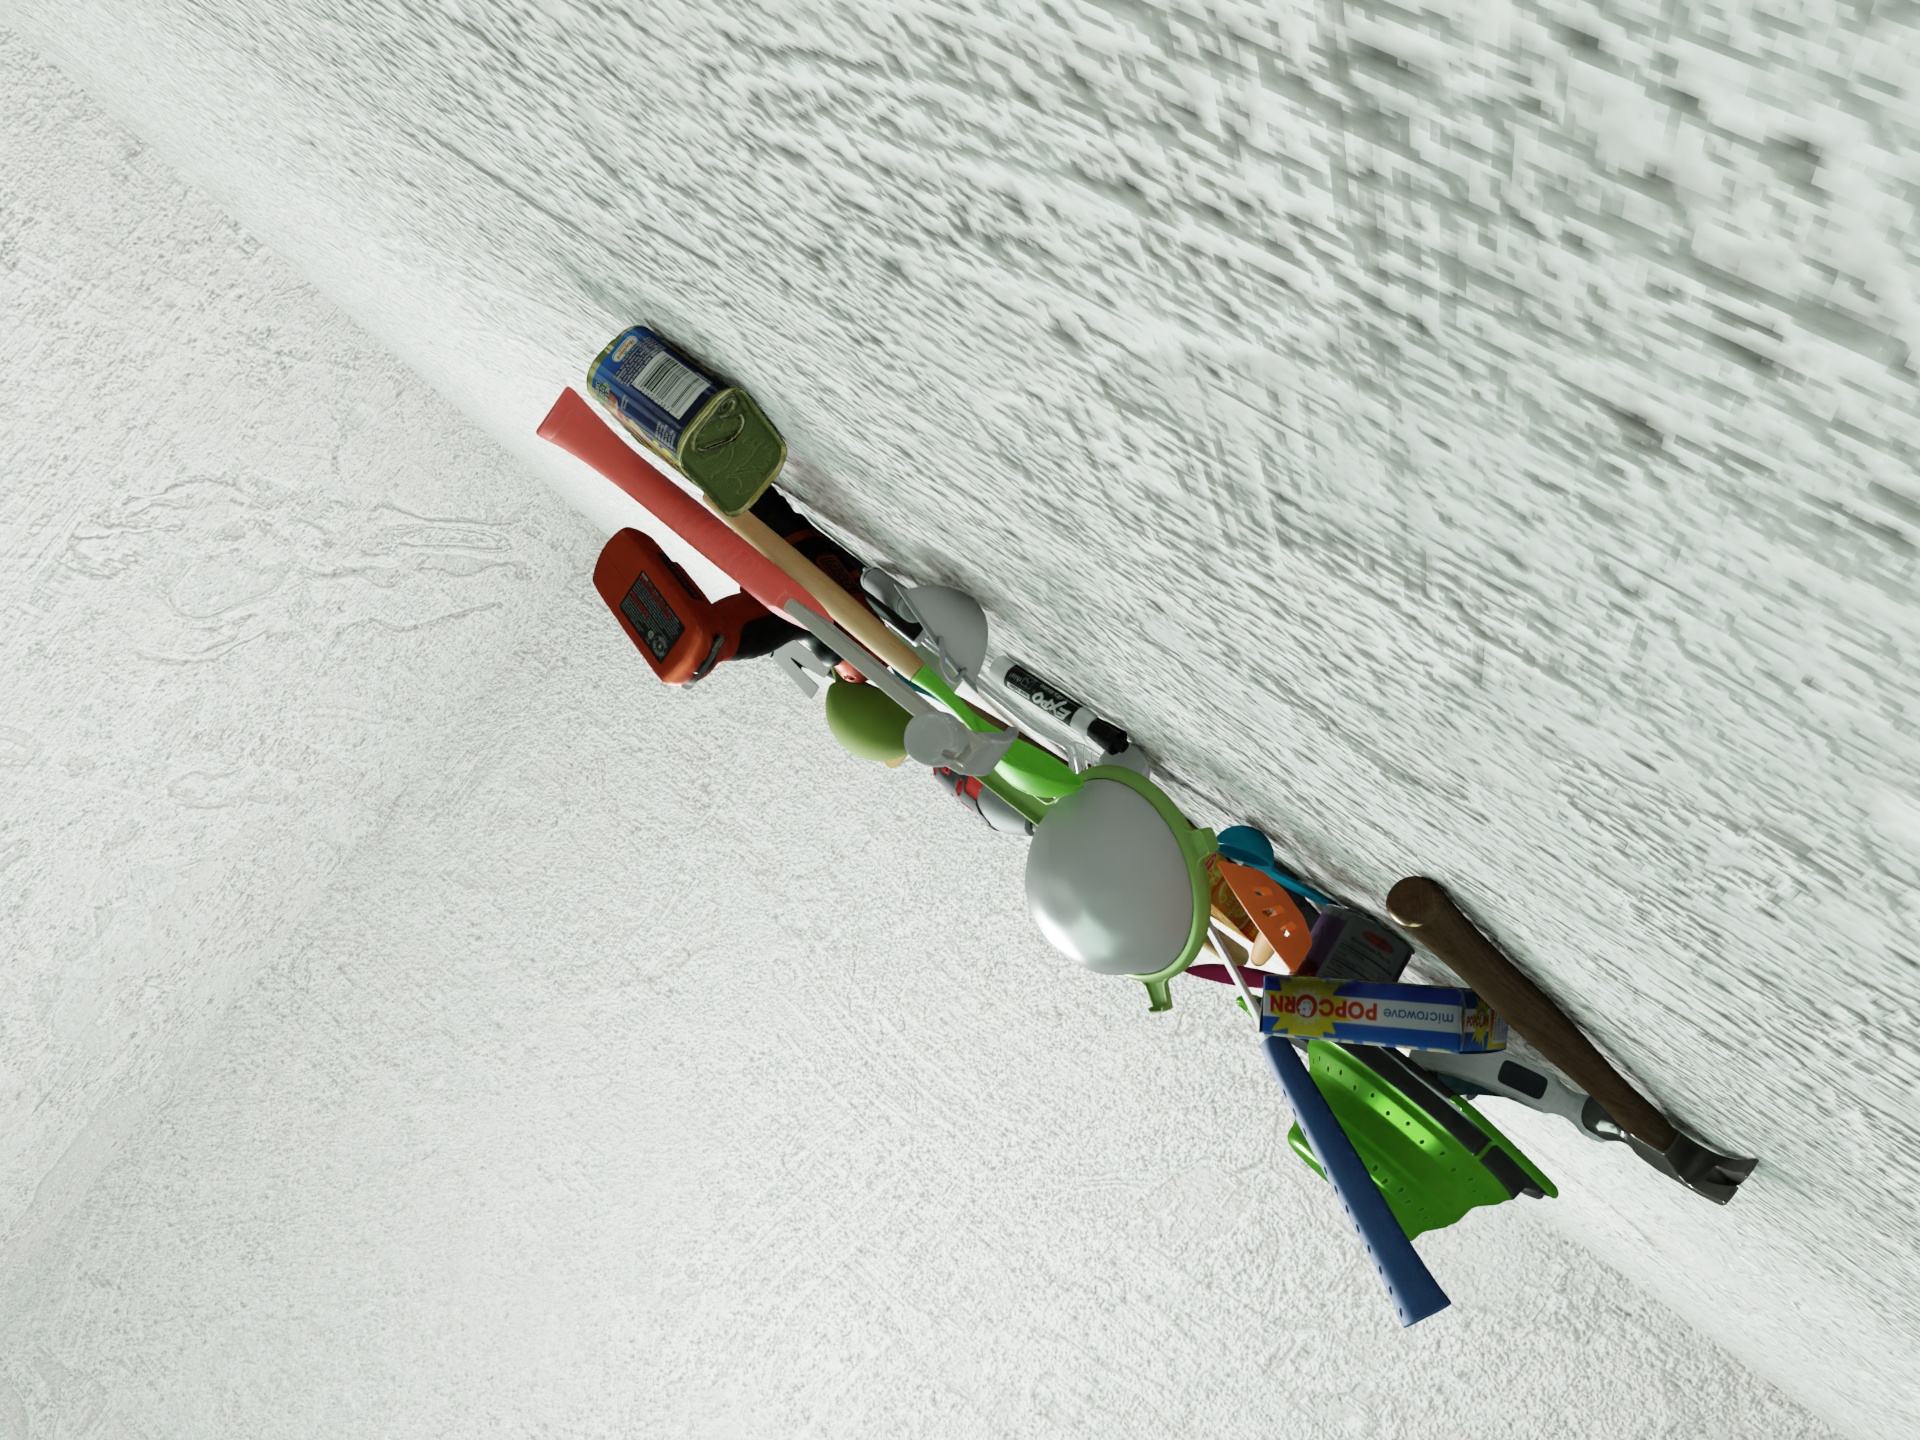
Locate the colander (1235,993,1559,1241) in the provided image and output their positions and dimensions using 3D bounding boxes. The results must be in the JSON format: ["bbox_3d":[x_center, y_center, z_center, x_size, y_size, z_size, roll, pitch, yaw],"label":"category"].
[{"bbox_3d":[0.282,0.295,1.214,0.204,0.094,0.397,43,173,-14],"label":"colander"}]

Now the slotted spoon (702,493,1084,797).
[{"bbox_3d":[-0.047,-0.049,1.045,0.314,0.031,0.070,41,-166,0],"label":"slotted spoon"}]

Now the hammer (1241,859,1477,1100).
[{"bbox_3d":[0.308,0.199,1.273,0.149,0.036,0.408,33,173,41],"label":"hammer"}]

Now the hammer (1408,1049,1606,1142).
[{"bbox_3d":[0.372,0.274,1.208,0.128,0.033,0.331,25,168,5],"label":"hammer"}]

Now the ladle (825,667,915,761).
[{"bbox_3d":[-0.091,-0.066,1.240,0.078,0.062,0.320,34,-163,-30],"label":"ladle"}]

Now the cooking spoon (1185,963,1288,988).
[{"bbox_3d":[0.275,0.203,1.203,0.068,0.017,0.319,9,174,-28],"label":"cooking spoon"}]

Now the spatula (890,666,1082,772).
[{"bbox_3d":[0.023,-0.012,1.419,0.317,0.044,0.082,32,176,3],"label":"spatula"}]

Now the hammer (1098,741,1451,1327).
[{"bbox_3d":[0.204,0.204,1.067,0.406,0.035,0.144,63,-177,23],"label":"hammer"}]

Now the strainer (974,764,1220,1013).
[{"bbox_3d":[0.056,0.084,1.085,0.069,0.151,0.257,-17,-140,-38],"label":"strainer"}]

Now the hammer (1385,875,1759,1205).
[{"bbox_3d":[0.341,0.184,0.894,0.331,0.031,0.130,40,175,-30],"label":"hammer"}]

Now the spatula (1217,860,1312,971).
[{"bbox_3d":[0.211,0.151,1.113,0.081,0.041,0.322,57,177,17],"label":"spatula"}]

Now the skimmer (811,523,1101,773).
[{"bbox_3d":[-0.002,-0.004,1.214,0.363,0.090,0.127,40,-165,-6],"label":"skimmer"}]

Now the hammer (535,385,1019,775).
[{"bbox_3d":[-0.119,-0.087,0.975,0.359,0.036,0.149,39,-171,13],"label":"hammer"}]

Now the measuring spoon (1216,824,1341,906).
[{"bbox_3d":[0.221,0.099,1.079,0.128,0.021,0.042,30,166,-34],"label":"measuring spoon"}]

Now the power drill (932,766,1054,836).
[{"bbox_3d":[0.084,0.091,1.429,0.219,0.078,0.143,32,-178,-43],"label":"power drill"}]

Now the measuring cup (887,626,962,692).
[{"bbox_3d":[-0.004,-0.033,1.310,0.083,0.038,0.167,32,175,45],"label":"measuring cup"}]

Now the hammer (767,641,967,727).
[{"bbox_3d":[-0.032,-0.001,1.441,0.336,0.034,0.127,26,-172,-36],"label":"hammer"}]

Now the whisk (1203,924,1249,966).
[{"bbox_3d":[0.160,0.151,1.349,0.244,0.051,0.047,36,171,-26],"label":"whisk"}]

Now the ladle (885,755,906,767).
[{"bbox_3d":[-0.048,0.021,1.340,0.069,0.031,0.315,32,171,-2],"label":"ladle"}]

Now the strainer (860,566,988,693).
[{"bbox_3d":[-0.029,-0.076,1.059,0.086,0.050,0.259,52,175,-24],"label":"strainer"}]
